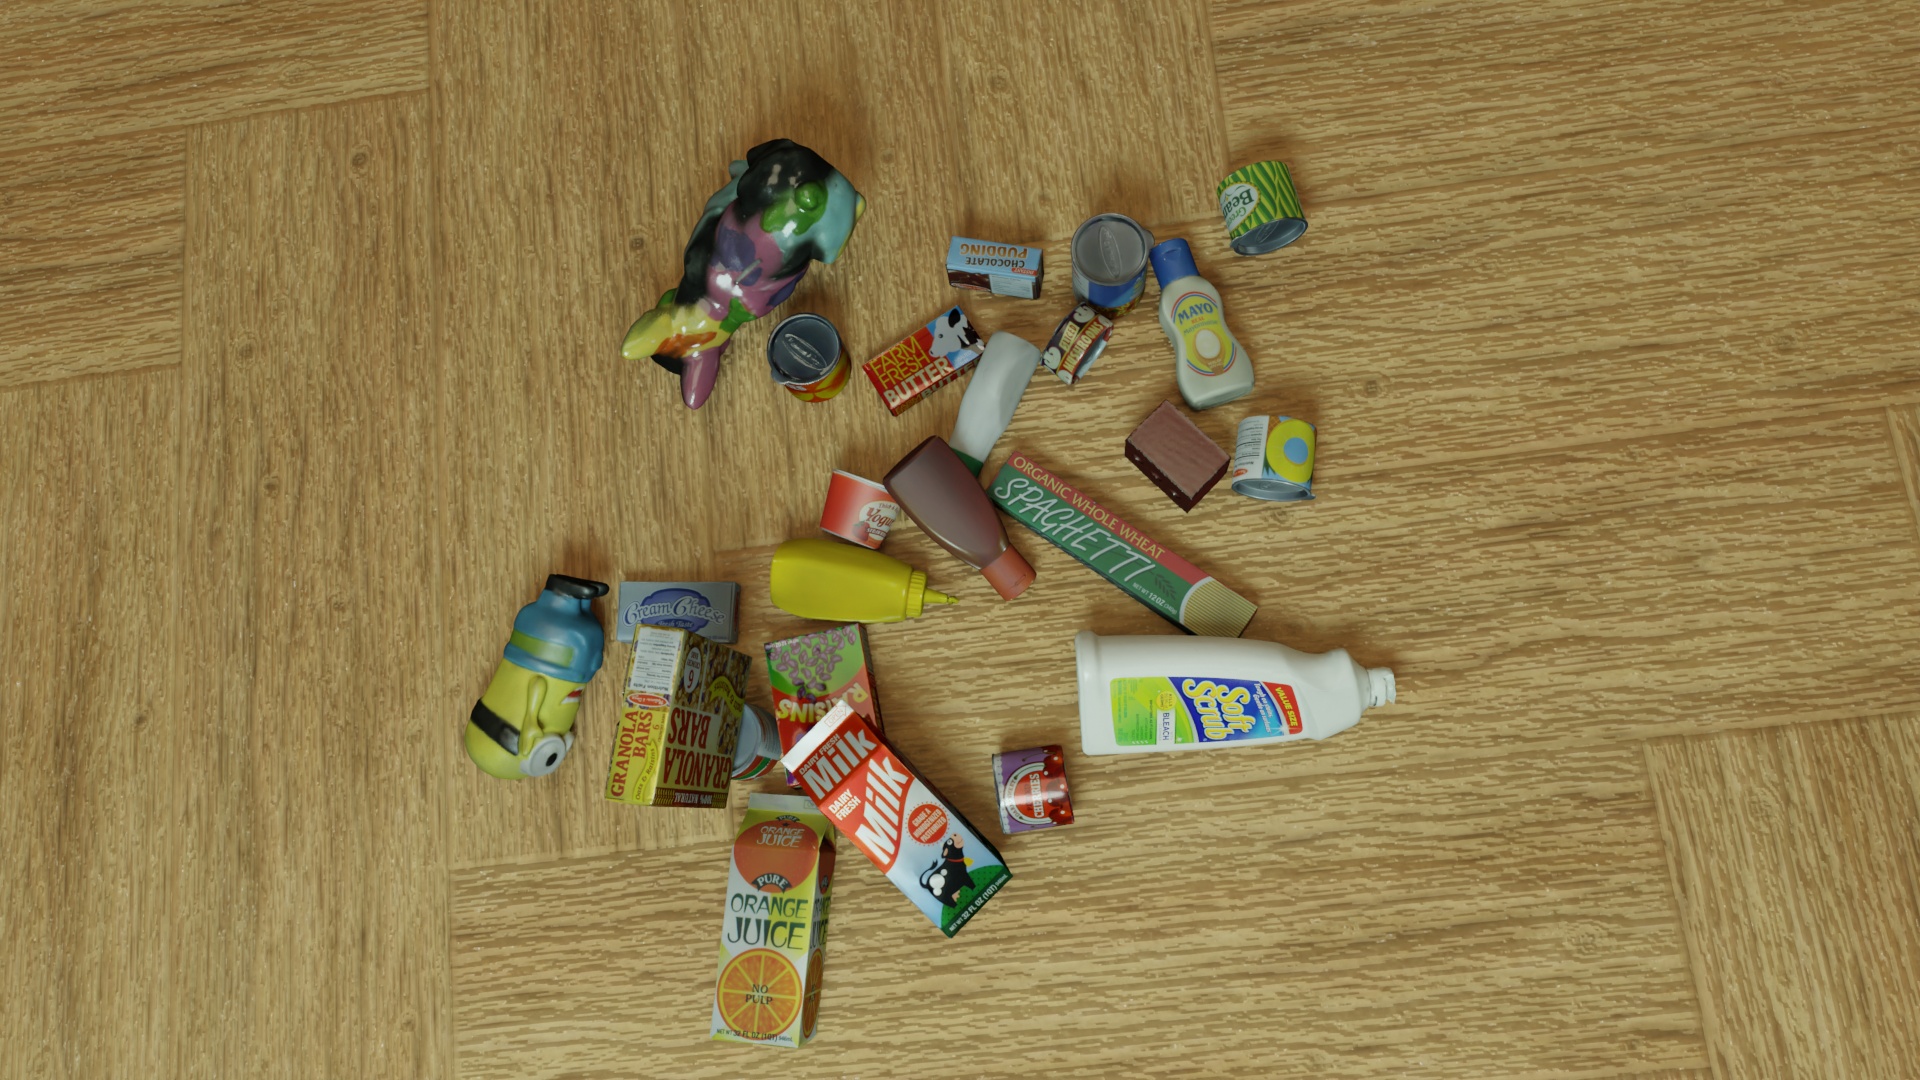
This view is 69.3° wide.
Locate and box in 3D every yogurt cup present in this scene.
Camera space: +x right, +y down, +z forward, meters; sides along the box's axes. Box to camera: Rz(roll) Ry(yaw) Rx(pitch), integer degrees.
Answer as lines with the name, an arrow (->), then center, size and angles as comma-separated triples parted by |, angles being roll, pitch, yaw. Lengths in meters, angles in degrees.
yogurt cup -> -0.086, -0.026, 1.194 | 0.072, 0.072, 0.054 | 21, 89, 10

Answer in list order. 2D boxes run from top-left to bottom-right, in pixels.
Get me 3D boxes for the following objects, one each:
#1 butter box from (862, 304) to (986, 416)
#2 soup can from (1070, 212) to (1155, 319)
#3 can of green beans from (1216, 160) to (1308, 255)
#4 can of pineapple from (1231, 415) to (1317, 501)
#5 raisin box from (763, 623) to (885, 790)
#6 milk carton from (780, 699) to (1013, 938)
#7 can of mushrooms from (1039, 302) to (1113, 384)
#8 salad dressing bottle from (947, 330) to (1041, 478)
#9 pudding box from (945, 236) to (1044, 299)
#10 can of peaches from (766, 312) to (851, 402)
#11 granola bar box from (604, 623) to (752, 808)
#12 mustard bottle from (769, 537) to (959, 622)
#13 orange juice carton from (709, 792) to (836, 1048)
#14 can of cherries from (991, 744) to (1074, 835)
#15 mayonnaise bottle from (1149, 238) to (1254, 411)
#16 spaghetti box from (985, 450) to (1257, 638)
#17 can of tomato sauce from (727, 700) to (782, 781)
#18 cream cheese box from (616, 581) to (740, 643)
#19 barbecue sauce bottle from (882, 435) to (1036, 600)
butter box -> -0.031, -0.159, 1.236 | 0.103, 0.024, 0.053 | -33, 76, -2
soup can -> 0.132, -0.237, 1.207 | 0.071, 0.083, 0.071 | -1, 78, 5
can of green beans -> 0.263, -0.290, 1.214 | 0.071, 0.071, 0.058 | -15, 77, 2
can of pineapple -> 0.265, -0.068, 1.167 | 0.071, 0.071, 0.058 | 8, 79, 7
raisin box -> -0.113, 0.140, 1.172 | 0.086, 0.040, 0.123 | -12, 76, 2
milk carton -> -0.052, 0.216, 1.102 | 0.072, 0.073, 0.190 | -45, 97, -4
can of mushrooms -> 0.101, -0.170, 1.202 | 0.033, 0.071, 0.071 | 37, 84, 10
salad dressing bottle -> 0.019, -0.107, 1.204 | 0.044, 0.064, 0.147 | 25, 89, 19
pudding box -> 0.031, -0.242, 1.235 | 0.084, 0.049, 0.030 | 10, 78, 8
can of peaches -> -0.135, -0.159, 1.229 | 0.071, 0.058, 0.071 | -1, 79, 5
granola bar box -> -0.206, 0.134, 1.031 | 0.039, 0.165, 0.124 | 6, 79, 10
mustard bottle -> -0.080, 0.040, 1.180 | 0.160, 0.049, 0.065 | 9, 122, 3
orange juice carton -> -0.147, 0.303, 1.122 | 0.072, 0.073, 0.193 | 4, 78, 7
can of cherries -> 0.059, 0.202, 1.125 | 0.058, 0.071, 0.071 | -9, 77, 3
mayonnaise bottle -> 0.204, -0.190, 1.211 | 0.065, 0.041, 0.148 | -19, 77, 3
spaghetti box -> 0.133, 0.010, 1.181 | 0.250, 0.028, 0.050 | 34, 82, 11
can of tomato sauce -> -0.190, 0.166, 1.151 | 0.071, 0.083, 0.071 | -1, 78, 6
cream cheese box -> -0.246, 0.063, 1.209 | 0.104, 0.024, 0.053 | 0, 77, 6
barbecue sauce bottle -> 0.004, -0.015, 1.166 | 0.065, 0.043, 0.148 | -43, 101, -10
